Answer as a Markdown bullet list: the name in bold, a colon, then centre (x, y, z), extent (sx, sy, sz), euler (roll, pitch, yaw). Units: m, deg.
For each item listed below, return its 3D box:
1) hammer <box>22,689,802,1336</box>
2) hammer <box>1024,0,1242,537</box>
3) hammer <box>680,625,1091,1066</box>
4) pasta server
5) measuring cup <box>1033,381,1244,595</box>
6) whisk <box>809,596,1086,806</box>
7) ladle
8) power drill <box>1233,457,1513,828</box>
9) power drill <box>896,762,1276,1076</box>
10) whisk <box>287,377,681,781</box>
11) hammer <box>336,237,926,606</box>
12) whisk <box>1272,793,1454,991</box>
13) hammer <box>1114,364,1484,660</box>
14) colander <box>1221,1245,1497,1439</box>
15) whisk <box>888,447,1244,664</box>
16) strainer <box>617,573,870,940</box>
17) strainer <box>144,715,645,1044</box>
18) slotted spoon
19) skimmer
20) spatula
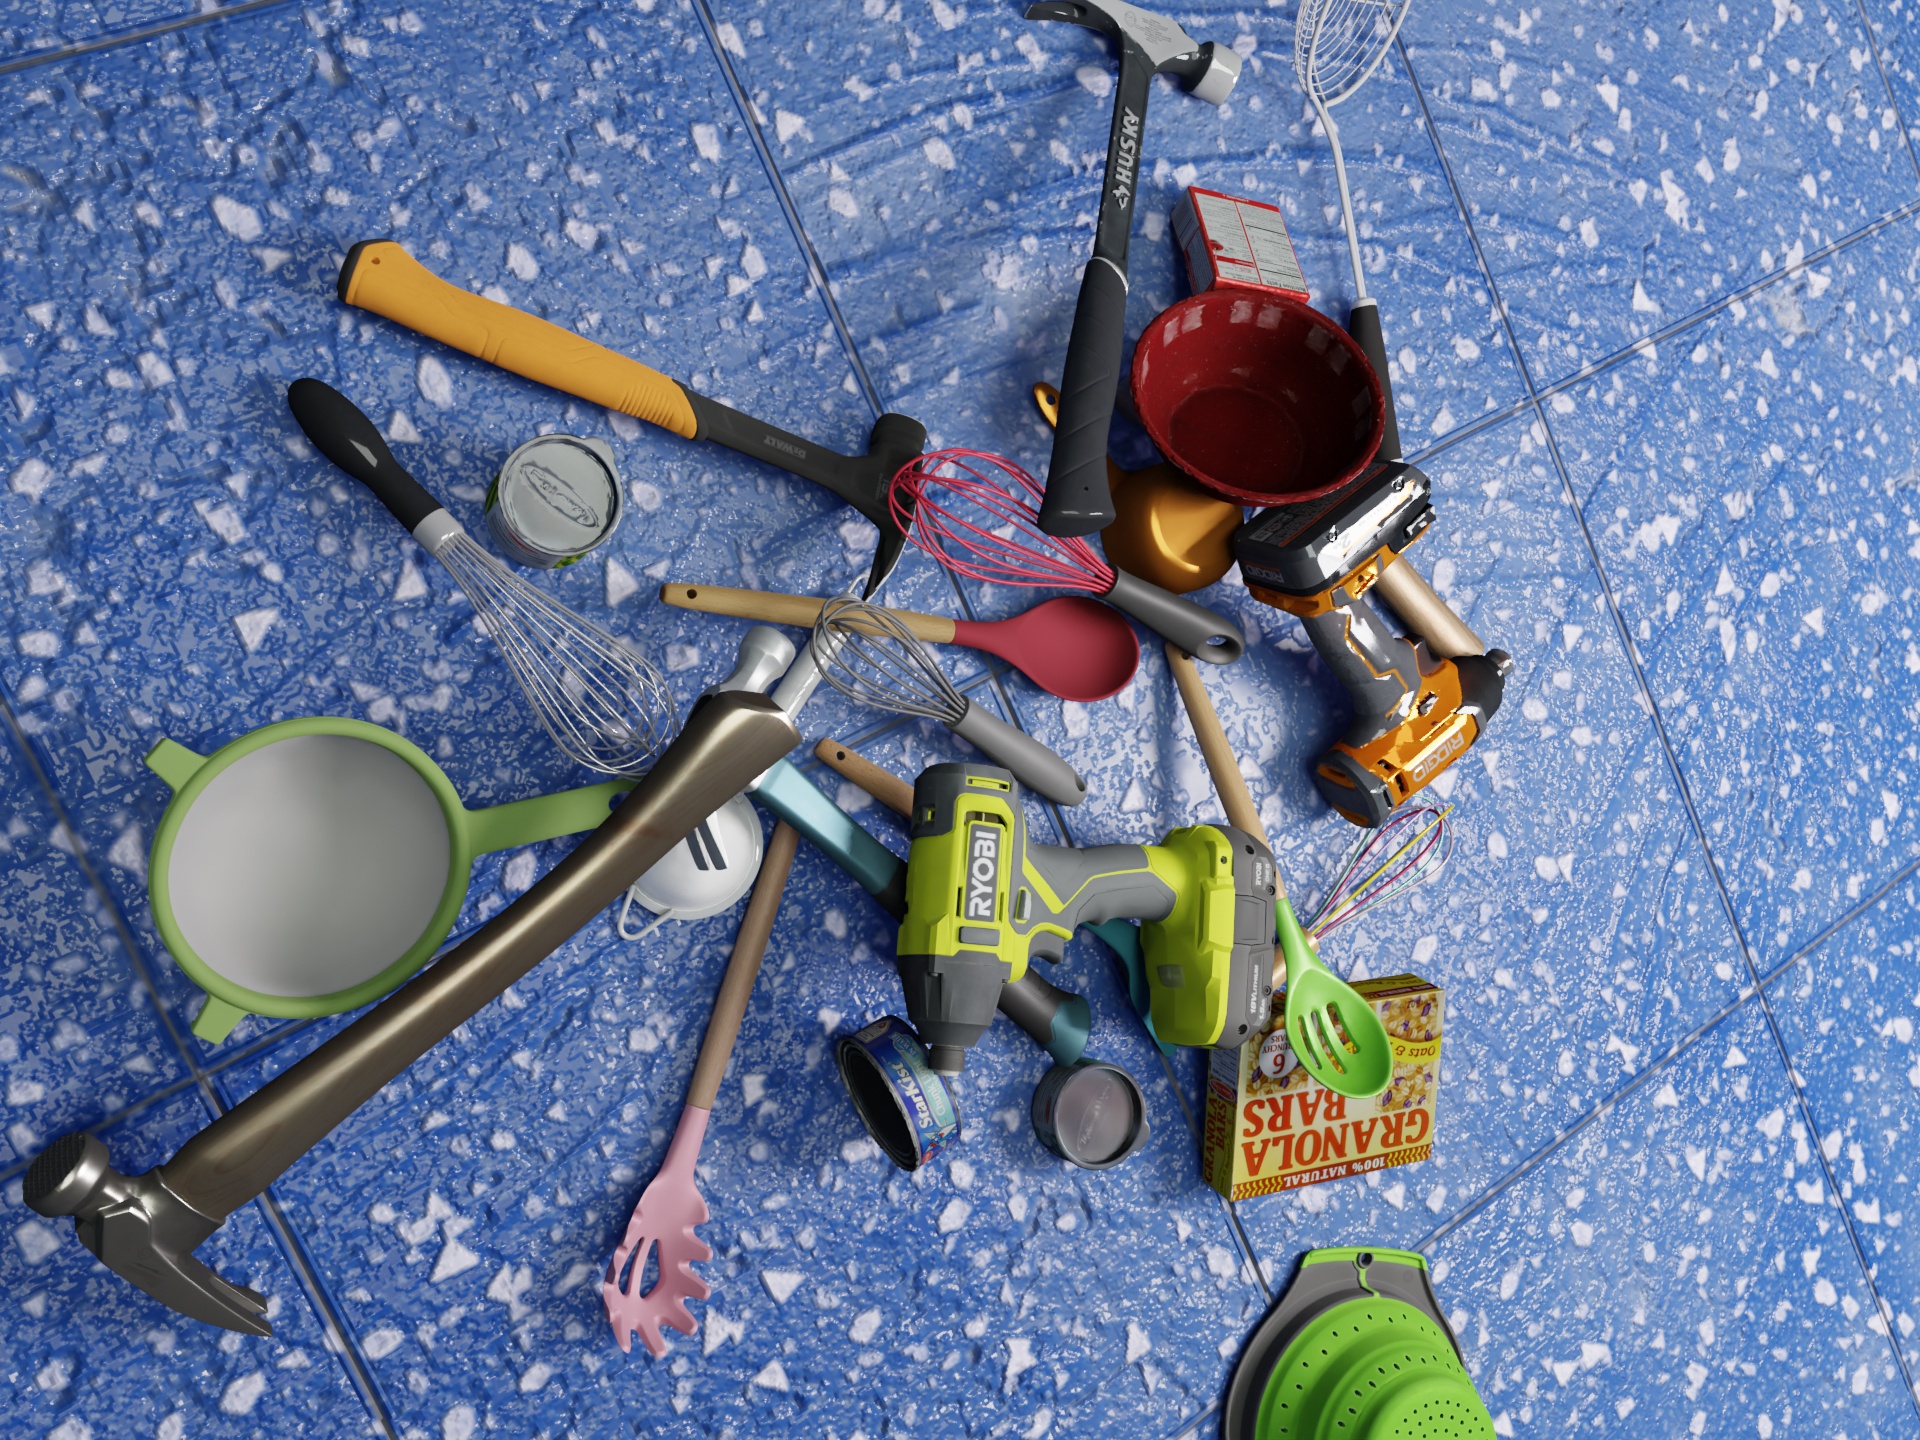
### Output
- **hammer**: centre (-0.242, 0.134, 0.798), extent (0.410, 0.038, 0.146), euler (-40, 125, -10)
- **hammer**: centre (0.088, -0.288, 0.969), extent (0.149, 0.036, 0.409), euler (19, 63, -18)
- **hammer**: centre (-0.034, 0.097, 0.930), extent (0.330, 0.033, 0.128), euler (43, 62, -25)
- **pasta server**: centre (-0.137, 0.194, 0.904), extent (0.060, 0.040, 0.316), euler (25, 76, -33)
- **measuring cup**: centre (0.114, -0.155, 1.022), extent (0.173, 0.052, 0.095), euler (47, 71, -17)
- **whisk**: centre (-0.001, -0.003, 0.944), extent (0.238, 0.055, 0.055), euler (34, 74, -37)
- **ladle**: centre (-0.028, -0.056, 0.951), extent (0.315, 0.031, 0.069), euler (6, 77, -30)
- **power drill**: centre (0.284, -0.060, 1.053), extent (0.164, 0.084, 0.226), euler (-37, 119, -16)
- **power drill**: centre (0.071, 0.125, 0.930), extent (0.223, 0.080, 0.171), euler (10, 77, -26)
- **whisk**: centre (-0.253, -0.075, 0.838), extent (0.284, 0.070, 0.070), euler (46, 71, 1)
- **hammer**: centre (-0.179, -0.177, 0.891), extent (0.336, 0.034, 0.127), euler (21, 56, -19)
- **whisk**: centre (0.250, 0.131, 1.075), extent (0.245, 0.047, 0.051), euler (-38, 104, -17)
- **hammer**: centre (0.252, -0.153, 1.095), extent (0.331, 0.031, 0.130), euler (43, 72, -16)
- **colander**: centre (0.271, 0.555, 1.033), extent (0.204, 0.094, 0.397), euler (10, 83, -23)
- **whisk**: centre (0.074, -0.092, 0.965), extent (0.295, 0.073, 0.073), euler (23, 78, -36)
- **strainer**: centre (-0.119, 0.015, 0.921), extent (0.087, 0.050, 0.258), euler (35, 71, -11)
- **strainer**: centre (-0.288, 0.059, 0.831), extent (0.256, 0.069, 0.151), euler (-12, 105, -34)
- **slotted spoon**: centre (0.194, 0.091, 1.018), extent (0.070, 0.031, 0.314), euler (-14, 76, -28)
- **skimmer**: centre (0.294, -0.354, 1.092), extent (0.127, 0.090, 0.363), euler (-16, 97, -55)
- **spatula**: centre (0.039, 0.101, 0.995), extent (0.317, 0.044, 0.082), euler (34, 74, -14)
